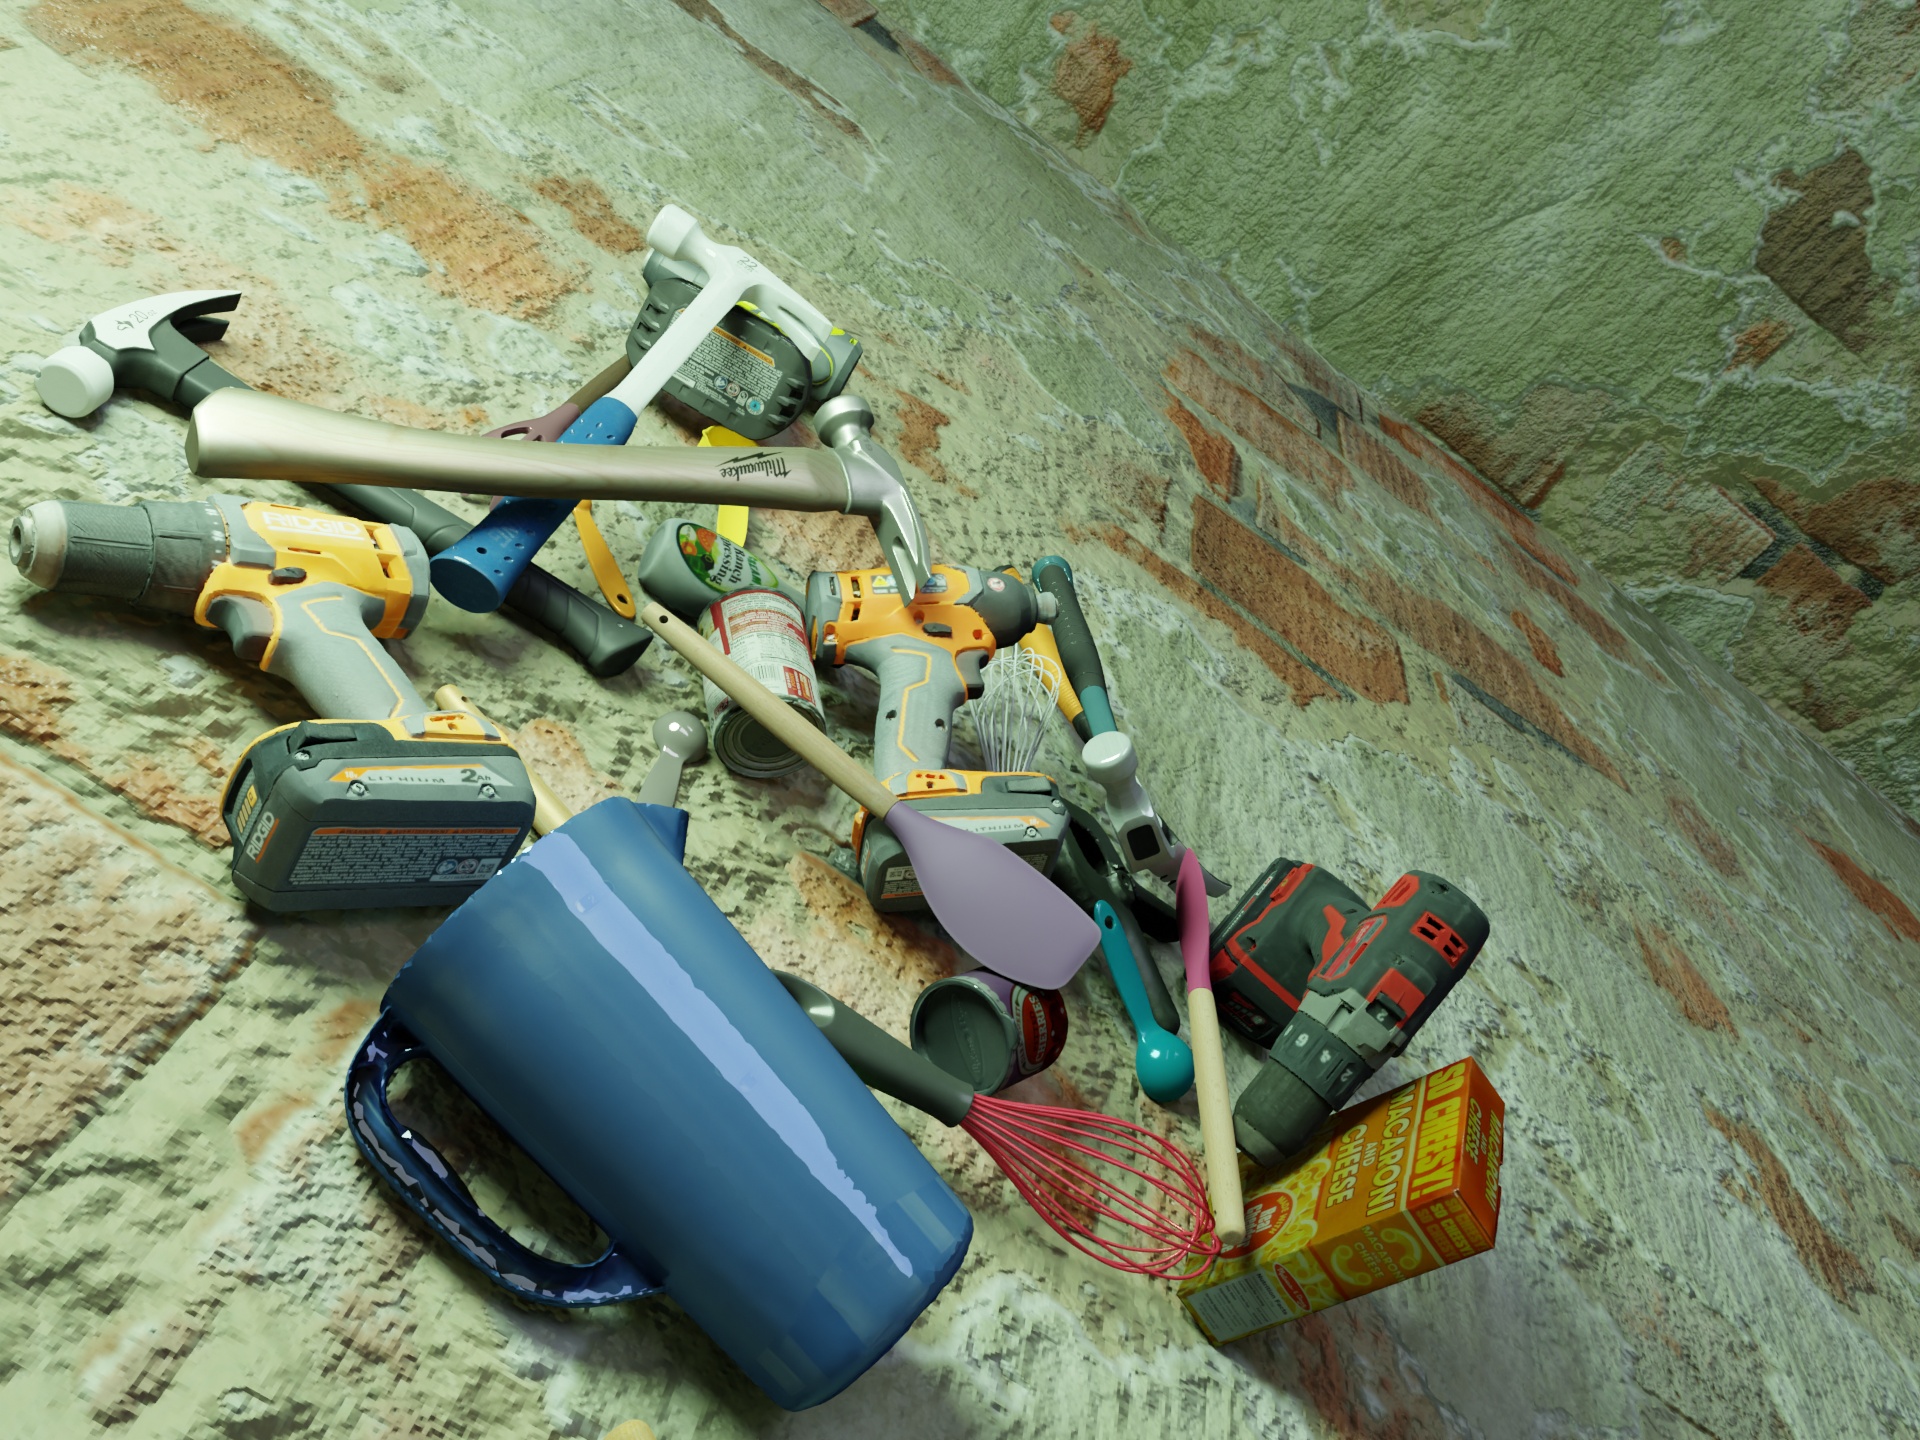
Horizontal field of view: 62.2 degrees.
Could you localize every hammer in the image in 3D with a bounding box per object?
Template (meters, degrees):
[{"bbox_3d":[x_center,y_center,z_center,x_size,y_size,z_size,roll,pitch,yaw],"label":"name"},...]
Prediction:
[{"bbox_3d":[0.088,-0.021,1.068,0.331,0.033,0.128,-101,169,-56],"label":"hammer"},{"bbox_3d":[-0.323,-0.127,0.898,0.334,0.035,0.146,33,30,-14],"label":"hammer"},{"bbox_3d":[0.095,-0.002,1.193,0.127,0.034,0.337,43,14,-47],"label":"hammer"},{"bbox_3d":[-0.202,-0.195,0.988,0.144,0.035,0.406,32,42,-8],"label":"hammer"},{"bbox_3d":[-0.201,-0.131,0.881,0.410,0.038,0.146,-3,59,-37],"label":"hammer"}]

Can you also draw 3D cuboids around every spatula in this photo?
[{"bbox_3d":[-0.059,0.035,0.873,0.316,0.018,0.060,39,71,11],"label":"spatula"}]

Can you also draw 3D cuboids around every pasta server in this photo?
[{"bbox_3d":[-0.265,-0.214,1.099,0.060,0.040,0.316,35,25,-10],"label":"pasta server"}]

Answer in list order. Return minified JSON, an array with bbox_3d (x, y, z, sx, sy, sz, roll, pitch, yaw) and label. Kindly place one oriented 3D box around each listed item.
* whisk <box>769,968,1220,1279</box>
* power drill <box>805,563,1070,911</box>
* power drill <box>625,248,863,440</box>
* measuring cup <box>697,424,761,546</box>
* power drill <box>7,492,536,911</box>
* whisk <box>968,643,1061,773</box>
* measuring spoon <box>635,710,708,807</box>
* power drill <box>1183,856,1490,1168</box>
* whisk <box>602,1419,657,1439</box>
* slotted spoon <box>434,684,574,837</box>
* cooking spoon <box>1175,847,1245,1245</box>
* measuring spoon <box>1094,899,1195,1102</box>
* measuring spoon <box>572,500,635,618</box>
[{"bbox_3d":[0.015,0.200,0.793,0.295,0.073,0.073,33,30,-18],"label":"whisk"},{"bbox_3d":[-0.002,-0.003,0.975,0.164,0.084,0.227,-4,55,-13],"label":"power drill"},{"bbox_3d":[-0.181,-0.305,1.247,0.190,0.080,0.229,29,20,-8],"label":"power drill"},{"bbox_3d":[-0.166,-0.156,1.132,0.062,0.029,0.157,26,34,-24],"label":"measuring cup"},{"bbox_3d":[-0.311,-0.021,0.723,0.185,0.084,0.226,4,41,-46],"label":"power drill"},{"bbox_3d":[0.030,0.039,1.062,0.070,0.070,0.285,30,35,-18],"label":"whisk"},{"bbox_3d":[-0.162,0.031,0.883,0.034,0.018,0.124,32,31,-16],"label":"measuring spoon"},{"bbox_3d":[0.208,0.169,0.960,0.080,0.188,0.227,41,-5,-4],"label":"power drill"},{"bbox_3d":[-0.061,0.352,0.540,0.245,0.047,0.051,50,18,26],"label":"whisk"},{"bbox_3d":[-0.163,0.094,0.788,0.314,0.031,0.070,46,16,14],"label":"slotted spoon"},{"bbox_3d":[0.142,0.178,0.928,0.017,0.068,0.319,2,30,2],"label":"cooking spoon"},{"bbox_3d":[0.112,0.168,0.961,0.042,0.021,0.128,-19,86,-39],"label":"measuring spoon"},{"bbox_3d":[-0.227,-0.108,1.007,0.021,0.011,0.117,8,43,-44],"label":"measuring spoon"}]
